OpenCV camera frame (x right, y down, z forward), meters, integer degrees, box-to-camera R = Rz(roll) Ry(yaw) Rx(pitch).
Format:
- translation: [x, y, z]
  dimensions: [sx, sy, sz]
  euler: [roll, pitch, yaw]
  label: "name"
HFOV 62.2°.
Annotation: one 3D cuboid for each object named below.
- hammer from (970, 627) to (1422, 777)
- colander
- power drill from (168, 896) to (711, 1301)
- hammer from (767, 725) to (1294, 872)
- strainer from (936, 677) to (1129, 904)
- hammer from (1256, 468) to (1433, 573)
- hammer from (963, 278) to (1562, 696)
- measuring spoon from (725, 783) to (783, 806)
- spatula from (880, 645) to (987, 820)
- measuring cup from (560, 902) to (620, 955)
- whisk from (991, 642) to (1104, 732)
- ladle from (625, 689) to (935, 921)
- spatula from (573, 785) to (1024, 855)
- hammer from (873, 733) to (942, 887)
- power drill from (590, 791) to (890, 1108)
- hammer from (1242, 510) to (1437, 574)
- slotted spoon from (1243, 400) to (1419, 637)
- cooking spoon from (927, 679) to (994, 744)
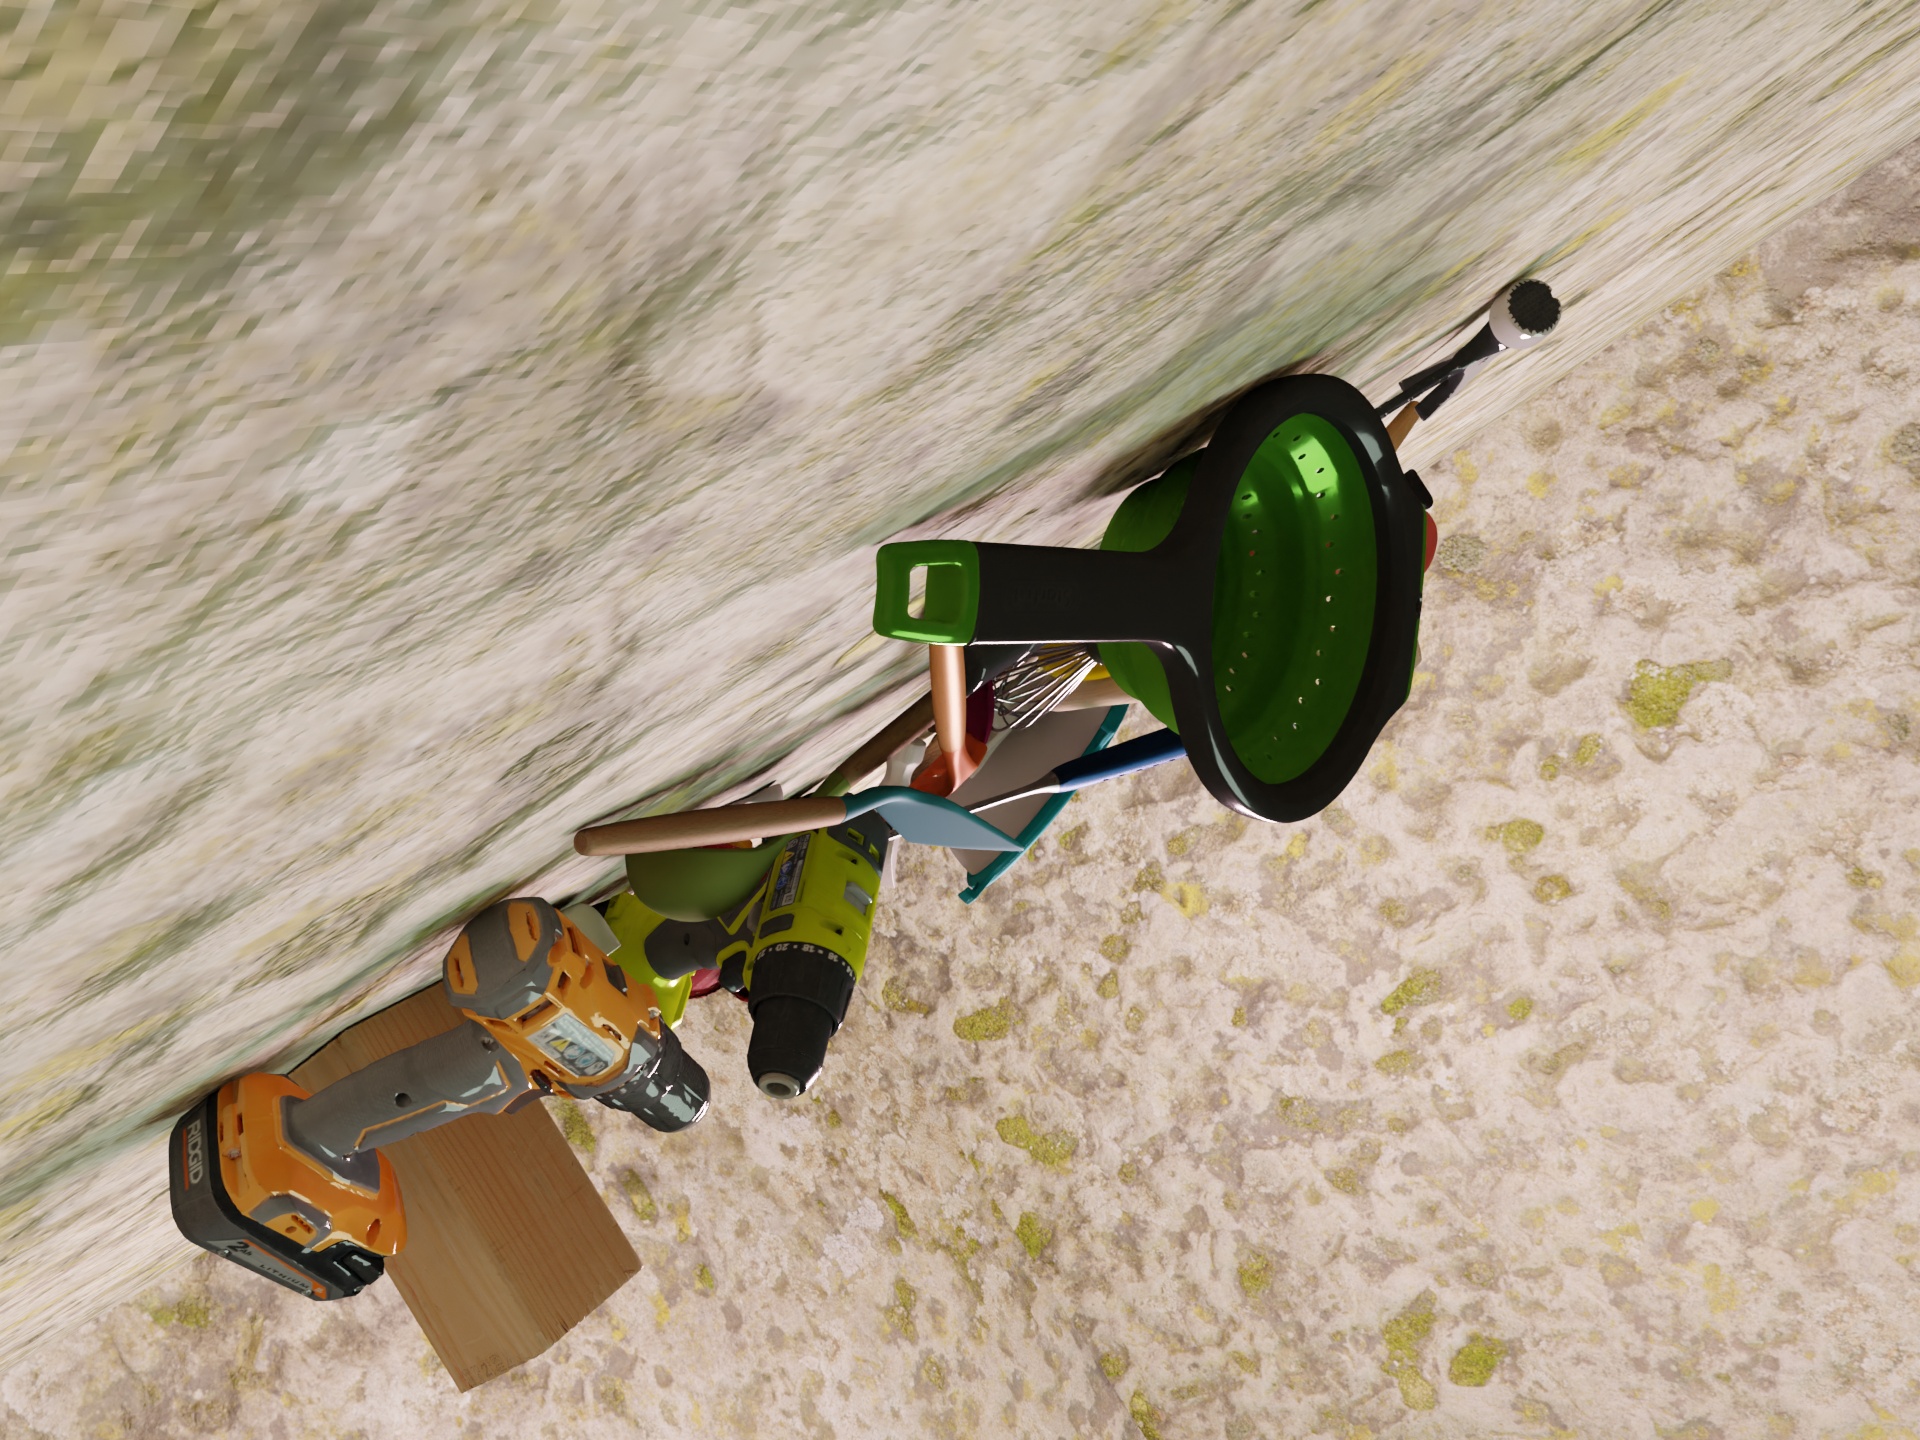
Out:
- translation: [0.139, -0.022, 1.058]
  dimensions: [0.146, 0.038, 0.411]
  euler: [-42, -163, -24]
  label: "hammer"
- translation: [0.076, -0.055, 0.690]
  dimensions: [0.094, 0.204, 0.397]
  euler: [9, -172, 39]
  label: "colander"
- translation: [-0.251, 0.201, 0.809]
  dimensions: [0.226, 0.084, 0.185]
  euler: [-33, 136, 1]
  label: "power drill"
- translation: [0.060, 0.049, 1.152]
  dimensions: [0.405, 0.035, 0.144]
  euler: [-17, -179, -15]
  label: "hammer"
- translation: [0.045, 0.015, 1.380]
  dimensions: [0.211, 0.095, 0.340]
  euler: [-51, -174, 13]
  label: "strainer"
- translation: [0.239, -0.120, 1.281]
  dimensions: [0.146, 0.035, 0.335]
  euler: [-41, -170, -39]
  label: "hammer"
- translation: [0.163, -0.130, 0.949]
  dimensions: [0.409, 0.036, 0.149]
  euler: [-32, 177, -9]
  label: "hammer"
- translation: [-0.145, 0.064, 0.987]
  dimensions: [0.034, 0.018, 0.124]
  euler: [-34, 176, 24]
  label: "measuring spoon"
- translation: [-0.012, -0.003, 0.855]
  dimensions: [0.081, 0.041, 0.322]
  euler: [-44, 166, -13]
  label: "spatula"
- translation: [-0.273, 0.153, 0.969]
  dimensions: [0.167, 0.038, 0.083]
  euler: [-26, -176, 42]
  label: "measuring cup"
- translation: [0.084, -0.044, 1.014]
  dimensions: [0.246, 0.057, 0.059]
  euler: [-29, -142, 55]
  label: "whisk"
- translation: [-0.057, 0.009, 0.936]
  dimensions: [0.320, 0.062, 0.078]
  euler: [-39, -176, -19]
  label: "ladle"
- translation: [-0.080, 0.060, 0.834]
  dimensions: [0.082, 0.044, 0.317]
  euler: [1, -178, 33]
  label: "spatula"
- translation: [-0.037, 0.053, 1.355]
  dimensions: [0.331, 0.031, 0.130]
  euler: [-48, 154, -79]
  label: "hammer"
- translation: [-0.149, 0.156, 0.959]
  dimensions: [0.228, 0.080, 0.191]
  euler: [-23, -142, 31]
  label: "power drill"
- translation: [0.195, -0.103, 0.994]
  dimensions: [0.149, 0.036, 0.359]
  euler: [-34, -170, -2]
  label: "hammer"
- translation: [0.273, -0.154, 1.156]
  dimensions: [0.070, 0.031, 0.314]
  euler: [-26, -163, 51]
  label: "slotted spoon"
- translation: [-0.002, -0.004, 1.131]
  dimensions: [0.017, 0.069, 0.319]
  euler: [2, 177, -7]
  label: "cooking spoon"
